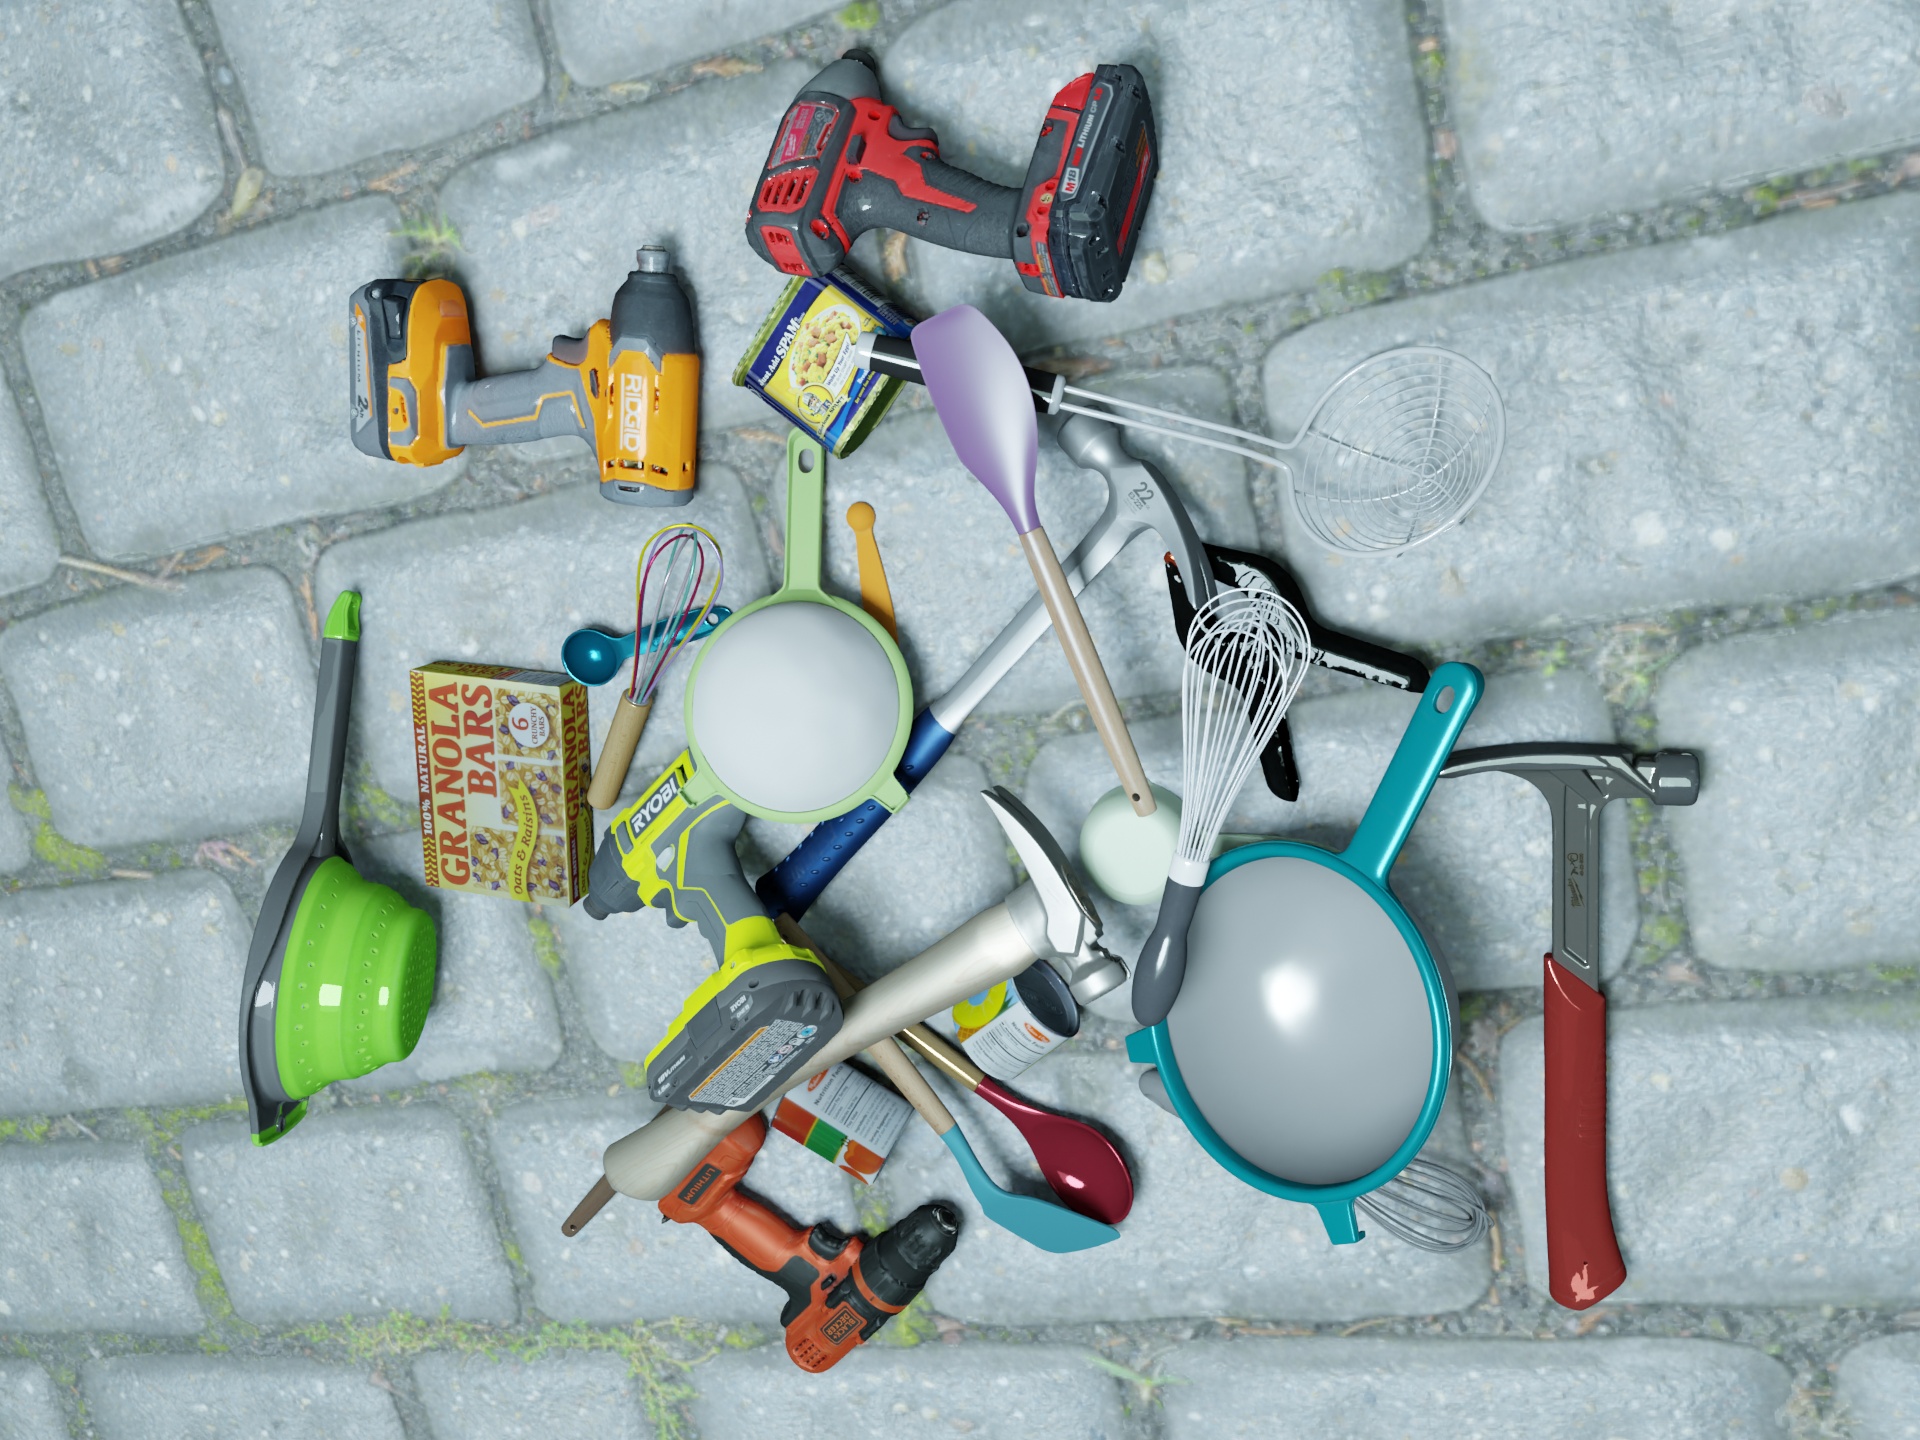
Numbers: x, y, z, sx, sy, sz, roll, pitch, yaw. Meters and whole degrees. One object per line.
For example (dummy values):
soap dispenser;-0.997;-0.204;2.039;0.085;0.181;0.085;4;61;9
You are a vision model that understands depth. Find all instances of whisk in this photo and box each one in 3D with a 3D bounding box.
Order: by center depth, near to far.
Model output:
whisk;0.144;0.058;0.941;0.070;0.070;0.284;16;110;13
whisk;0.227;0.282;1.035;0.239;0.055;0.055;21;110;17
whisk;-0.216;-0.034;1.077;0.051;0.047;0.244;54;131;35

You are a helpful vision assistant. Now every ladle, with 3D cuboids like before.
ladle;-0.009;0.238;1.107;0.315;0.031;0.069;36;122;8

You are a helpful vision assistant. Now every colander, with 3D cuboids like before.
colander;-0.431;0.107;1.155;0.094;0.204;0.397;6;89;-5

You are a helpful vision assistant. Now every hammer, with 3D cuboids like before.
hammer;0.364;0.190;0.968;0.149;0.037;0.359;-1;104;18
hammer;-0.002;-0.003;1.020;0.405;0.035;0.144;-48;68;25
hammer;-0.090;0.202;1.053;0.410;0.038;0.146;-34;80;21

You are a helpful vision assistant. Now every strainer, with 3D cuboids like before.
strainer;0.242;0.120;0.943;0.211;0.095;0.340;38;115;40
strainer;-0.107;-0.063;0.997;0.151;0.069;0.256;1;87;8

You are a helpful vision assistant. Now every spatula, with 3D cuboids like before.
spatula;0.052;-0.087;0.922;0.060;0.018;0.316;-17;102;29
spatula;-0.020;0.253;1.090;0.317;0.044;0.082;52;139;-1

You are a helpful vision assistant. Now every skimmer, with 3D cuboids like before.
skimmer;0.114;-0.181;0.896;0.363;0.090;0.127;14;81;4

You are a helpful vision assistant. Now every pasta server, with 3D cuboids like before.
pasta server;-0.216;0.296;1.184;0.060;0.040;0.316;38;114;-7

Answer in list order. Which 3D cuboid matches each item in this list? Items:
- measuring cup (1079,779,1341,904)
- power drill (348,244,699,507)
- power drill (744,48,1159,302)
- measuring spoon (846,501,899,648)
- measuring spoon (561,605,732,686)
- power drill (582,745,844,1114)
measuring cup;0.156;0.085;1.004;0.167;0.038;0.083;4;106;19
power drill;-0.279;-0.233;1.039;0.226;0.084;0.164;9;107;11
power drill;-0.005;-0.318;0.912;0.220;0.078;0.143;11;72;18
measuring spoon;-0.058;-0.085;1.043;0.021;0.011;0.117;-6;103;19
measuring spoon;-0.215;-0.058;1.102;0.128;0.021;0.042;-16;107;12
power drill;-0.175;0.140;1.057;0.171;0.080;0.223;-44;50;21
